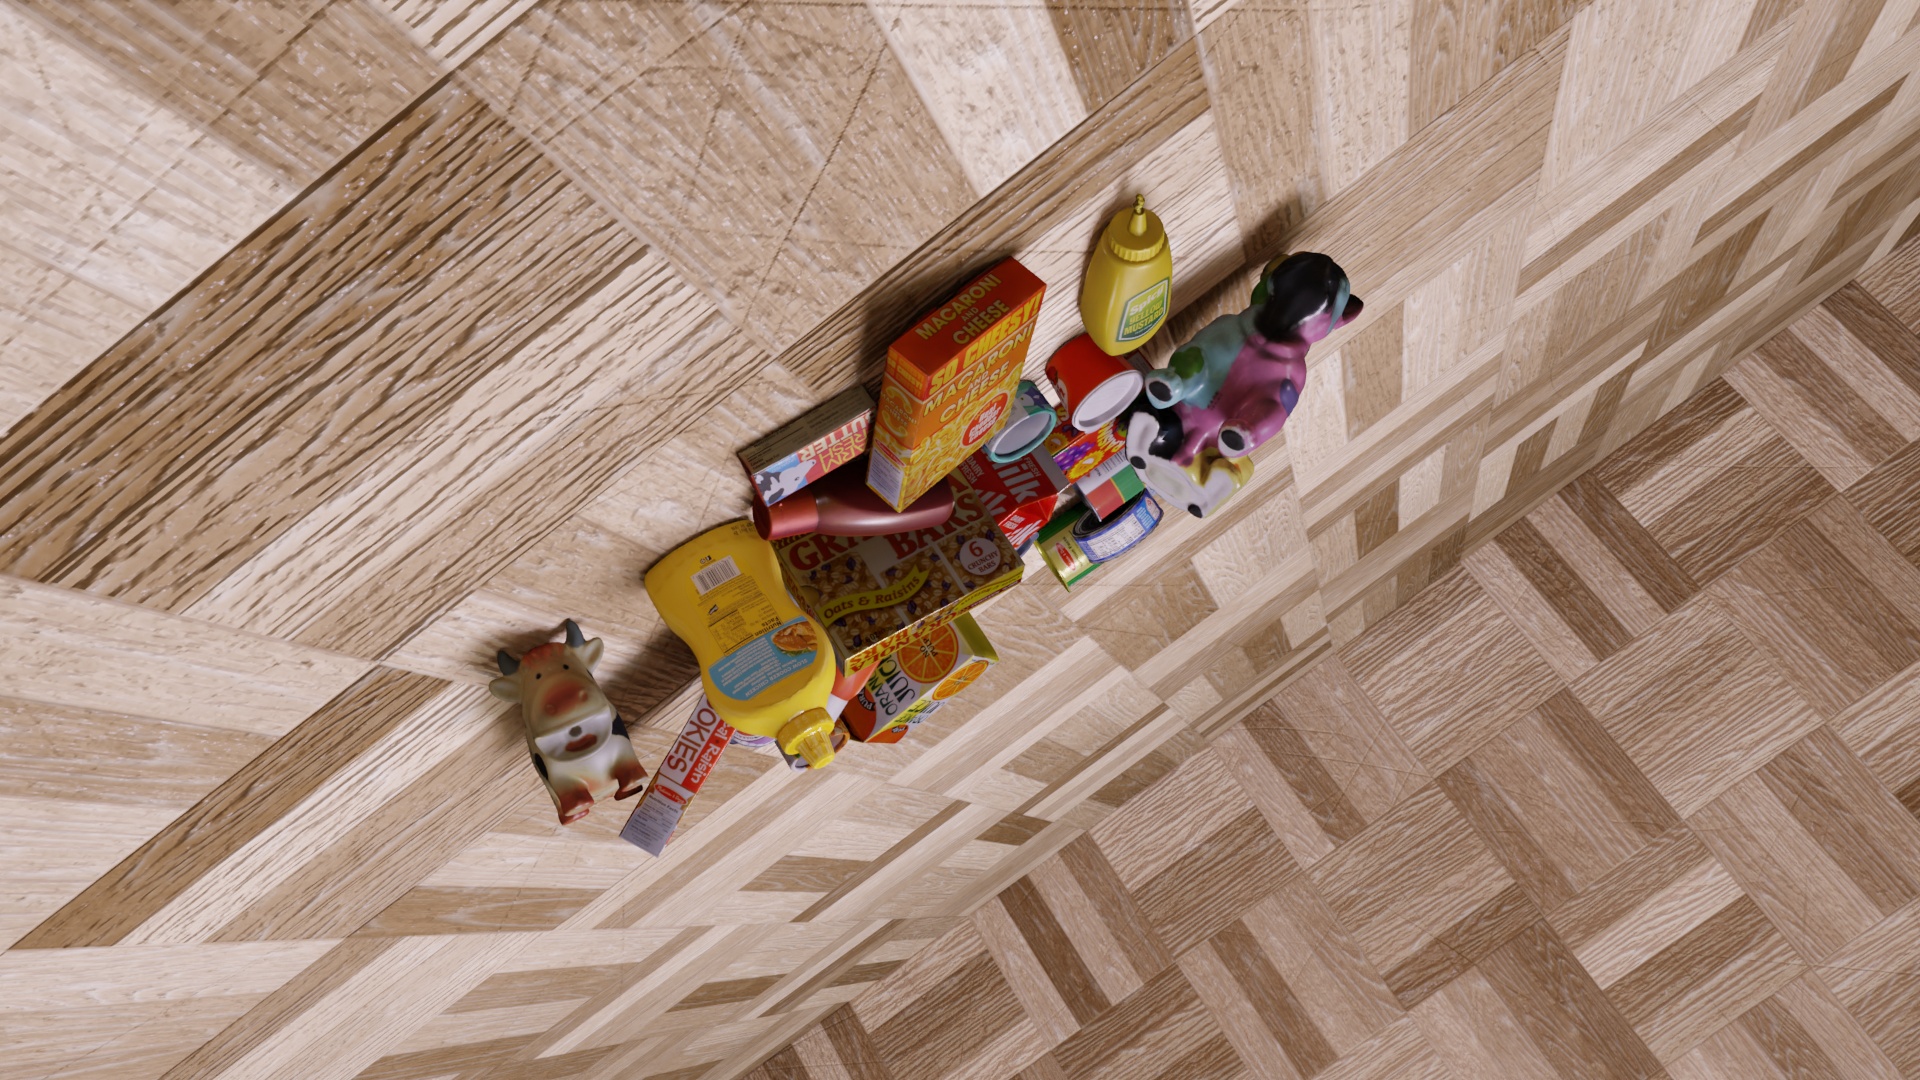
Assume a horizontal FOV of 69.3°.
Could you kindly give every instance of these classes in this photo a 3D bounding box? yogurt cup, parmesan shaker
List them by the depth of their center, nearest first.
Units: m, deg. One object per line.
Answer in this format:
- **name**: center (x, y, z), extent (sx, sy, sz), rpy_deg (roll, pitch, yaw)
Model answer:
- **yogurt cup**: center (0.105, -0.130, 1.121), extent (0.072, 0.054, 0.072), rpy_deg (-30, 158, -13)
- **parmesan shaker**: center (0.132, -0.005, 1.403), extent (0.103, 0.071, 0.071), rpy_deg (-34, 159, -3)

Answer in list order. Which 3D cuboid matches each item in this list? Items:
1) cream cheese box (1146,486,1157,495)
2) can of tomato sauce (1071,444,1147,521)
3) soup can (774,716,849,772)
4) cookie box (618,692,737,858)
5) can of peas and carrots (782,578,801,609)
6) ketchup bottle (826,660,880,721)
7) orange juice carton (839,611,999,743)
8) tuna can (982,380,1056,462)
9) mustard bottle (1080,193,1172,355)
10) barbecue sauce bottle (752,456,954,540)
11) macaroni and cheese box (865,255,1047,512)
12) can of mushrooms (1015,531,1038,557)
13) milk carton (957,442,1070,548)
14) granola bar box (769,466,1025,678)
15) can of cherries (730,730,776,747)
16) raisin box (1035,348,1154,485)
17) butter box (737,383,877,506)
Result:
- **cream cheese box**: center (0.206, -0.081, 1.414), extent (0.053, 0.024, 0.103), rpy_deg (-24, 156, -27)
- **can of tomato sauce**: center (0.144, -0.068, 1.293), extent (0.083, 0.071, 0.071), rpy_deg (-36, 159, 1)
- **soup can**: center (-0.152, 0.168, 1.330), extent (0.071, 0.084, 0.071), rpy_deg (-30, 158, -14)
- **cookie box**: center (-0.214, 0.167, 1.156), extent (0.167, 0.040, 0.123), rpy_deg (-58, -175, 3)
- **can of peas and carrots**: center (-0.151, 0.061, 1.132), extent (0.059, 0.071, 0.070), rpy_deg (-18, 153, -36)
- **ketchup bottle**: center (-0.097, 0.106, 1.272), extent (0.148, 0.043, 0.064), rpy_deg (-57, 161, 2)
- **orange juice carton**: center (-0.062, 0.150, 1.439), extent (0.192, 0.073, 0.072), rpy_deg (-39, 158, 13)
- **tuna can**: center (0.045, -0.096, 1.134), extent (0.071, 0.033, 0.070), rpy_deg (-29, 158, -13)
- **mustard bottle**: center (0.124, -0.197, 1.014), extent (0.065, 0.049, 0.159), rpy_deg (-32, 159, -11)
- **barbecue sauce bottle**: center (-0.082, -0.031, 1.050), extent (0.149, 0.065, 0.043), rpy_deg (-11, 147, -29)
- **macaroni and cheese box**: center (-0.006, -0.109, 0.987), extent (0.124, 0.040, 0.165), rpy_deg (-41, 163, -28)
- **can of mushrooms**: center (0.037, 0.001, 1.325), extent (0.071, 0.033, 0.070), rpy_deg (-29, 157, -13)
- **milk carton**: center (0.004, -0.015, 1.192), extent (0.190, 0.072, 0.073), rpy_deg (-40, 158, 15)
- **granola bar box**: center (-0.051, 0.016, 1.101), extent (0.166, 0.124, 0.039), rpy_deg (-28, 157, -18)
- **can of cherries**: center (-0.183, 0.146, 1.258), extent (0.072, 0.071, 0.058), rpy_deg (-14, 150, -42)
- **raisin box**: center (0.123, -0.104, 1.223), extent (0.123, 0.040, 0.086), rpy_deg (-35, 160, 3)
- **butter box**: center (-0.104, -0.067, 0.987), extent (0.104, 0.024, 0.053), rpy_deg (-31, 158, -10)
